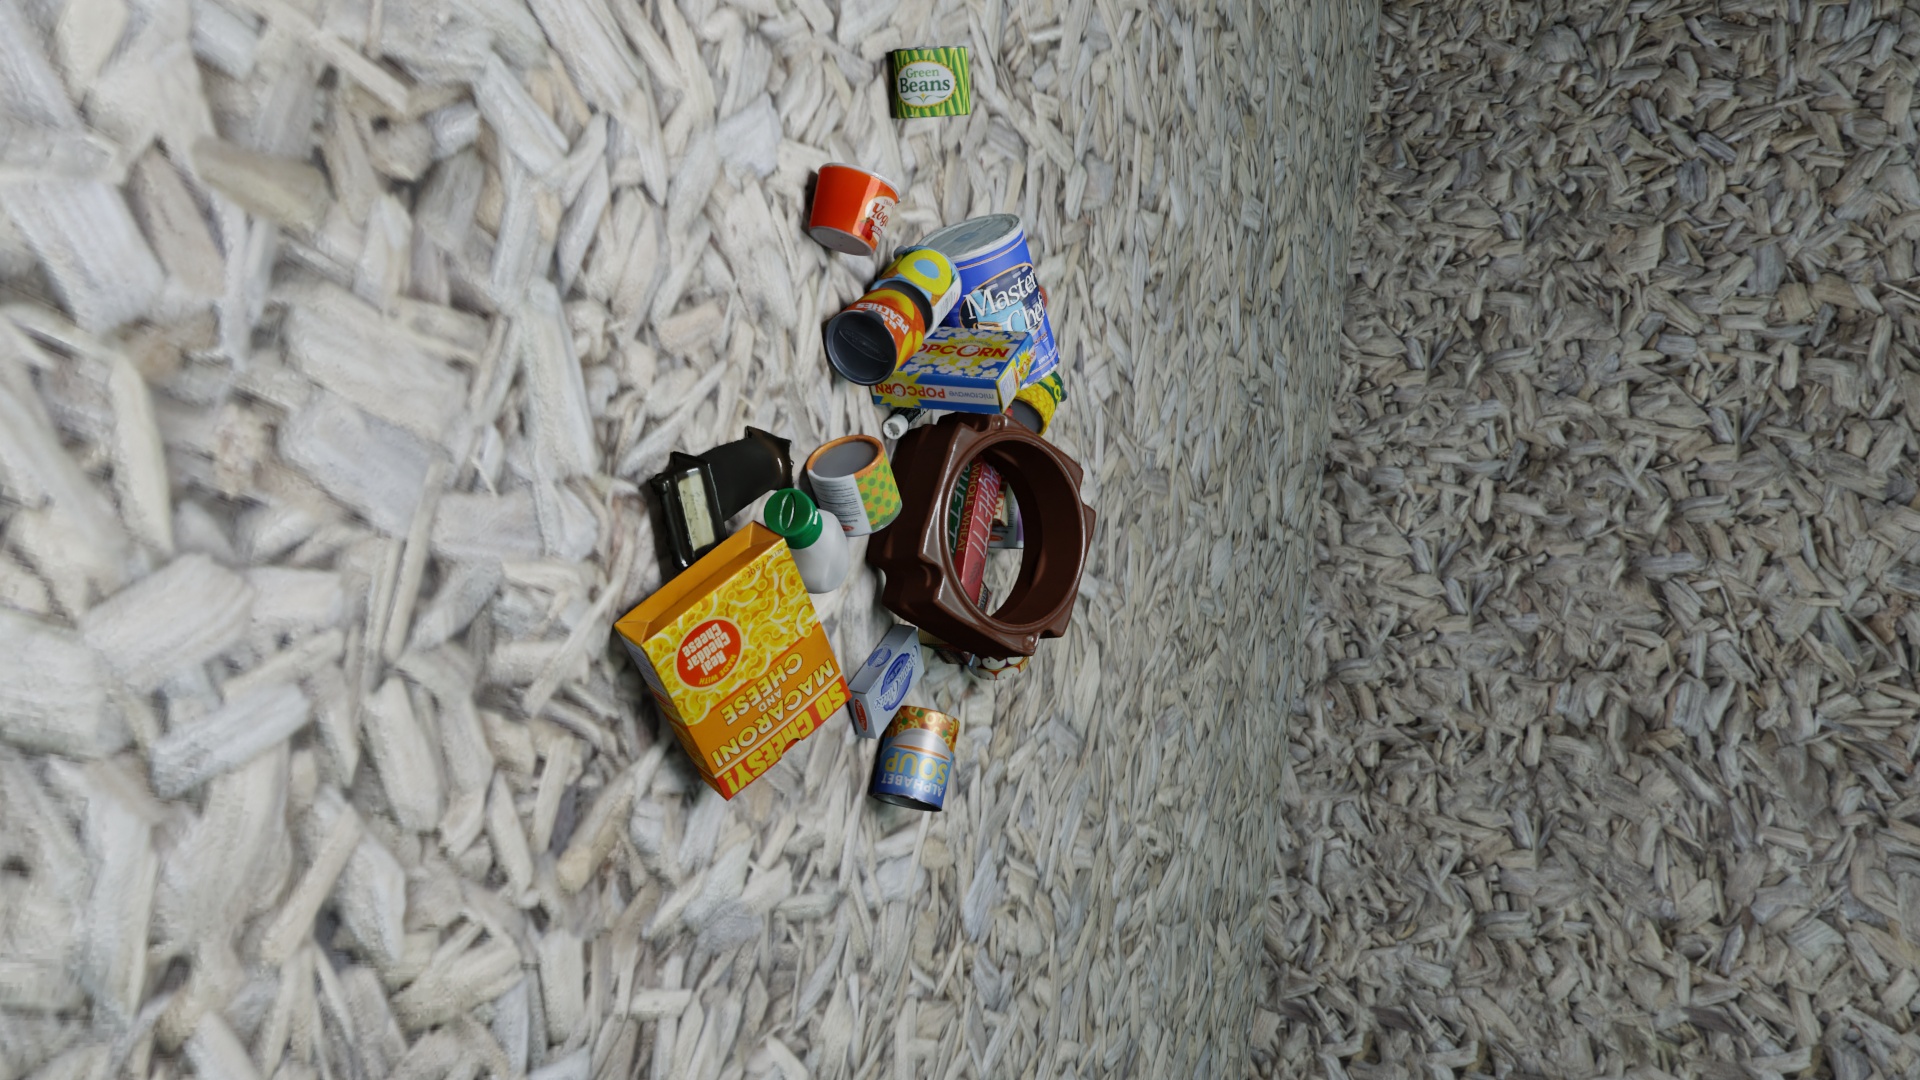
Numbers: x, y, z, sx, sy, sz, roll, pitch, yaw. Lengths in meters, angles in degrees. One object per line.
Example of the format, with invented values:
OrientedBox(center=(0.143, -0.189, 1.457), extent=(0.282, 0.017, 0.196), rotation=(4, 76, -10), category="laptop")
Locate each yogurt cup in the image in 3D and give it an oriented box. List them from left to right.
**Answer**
OrientedBox(center=(-0.087, -0.261, 1.104), extent=(0.072, 0.072, 0.054), rotation=(30, 75, -63), category="yogurt cup")

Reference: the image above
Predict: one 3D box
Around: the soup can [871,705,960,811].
OrientedBox(center=(-0.040, 0.198, 1.266), extent=(0.071, 0.071, 0.084), rotation=(45, 53, -58), category="soup can")

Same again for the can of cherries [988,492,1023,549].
OrientedBox(center=(0.052, -0.022, 1.433), extent=(0.071, 0.071, 0.058), rotation=(-6, 98, -65), category="can of cherries")

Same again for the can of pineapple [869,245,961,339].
OrientedBox(center=(-0.041, -0.215, 1.208), extent=(0.058, 0.071, 0.070), rotation=(-58, 144, -45), category="can of pineapple")

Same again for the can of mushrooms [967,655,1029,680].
OrientedBox(center=(0.039, 0.111, 1.422), extent=(0.071, 0.071, 0.033), rotation=(-51, 140, -51), category="can of mushrooms")

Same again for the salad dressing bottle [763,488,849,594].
OrientedBox(center=(-0.116, -0.001, 1.051), extent=(0.147, 0.044, 0.064), rotation=(75, 22, -73), category="salad dressing bottle")

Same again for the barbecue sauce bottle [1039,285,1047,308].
OrientedBox(center=(0.045, -0.254, 1.410), extent=(0.149, 0.043, 0.065), rotation=(-2, 95, -65), category="barbecue sauce bottle")

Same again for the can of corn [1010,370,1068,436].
OrientedBox(center=(0.071, -0.145, 1.450), extent=(0.058, 0.071, 0.071), rotation=(-64, 148, -37), category="can of corn")

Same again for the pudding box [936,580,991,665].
OrientedBox(center=(0.001, 0.077, 1.382), extent=(0.049, 0.030, 0.084), rotation=(59, 42, -52), category="pudding box")

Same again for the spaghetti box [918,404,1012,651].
OrientedBox(center=(0.005, -0.017, 1.347), extent=(0.028, 0.050, 0.250), rotation=(23, 72, -41), category="spaghetti box")

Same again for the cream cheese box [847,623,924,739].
OrientedBox(center=(-0.067, 0.126, 1.251), extent=(0.104, 0.024, 0.053), rotation=(-53, 141, -49), category="cream cheese box")

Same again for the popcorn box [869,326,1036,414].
OrientedBox(center=(-0.007, -0.151, 1.217), extent=(0.085, 0.127, 0.038), rotation=(-57, 146, -46), category="popcorn box")

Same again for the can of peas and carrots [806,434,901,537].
OrientedBox(center=(-0.086, -0.047, 1.134), extent=(0.071, 0.071, 0.058), rotation=(-60, 144, -44), category="can of peas and carrots")

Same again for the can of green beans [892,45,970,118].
OrientedBox(center=(-0.025, -0.399, 1.212), extent=(0.071, 0.071, 0.057), rotation=(-33, 124, -60), category="can of green beans")

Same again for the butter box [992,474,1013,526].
OrientedBox(center=(0.029, -0.067, 1.393), extent=(0.024, 0.053, 0.103), rotation=(40, 58, -64), category="butter box")

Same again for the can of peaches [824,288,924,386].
OrientedBox(center=(-0.069, -0.170, 1.147), extent=(0.058, 0.071, 0.071), rotation=(-50, 137, -53), category="can of peaches")

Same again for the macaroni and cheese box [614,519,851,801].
OrientedBox(center=(-0.155, 0.088, 0.983), extent=(0.124, 0.040, 0.165), rotation=(-39, 133, -24), category="macaroni and cheese box")
